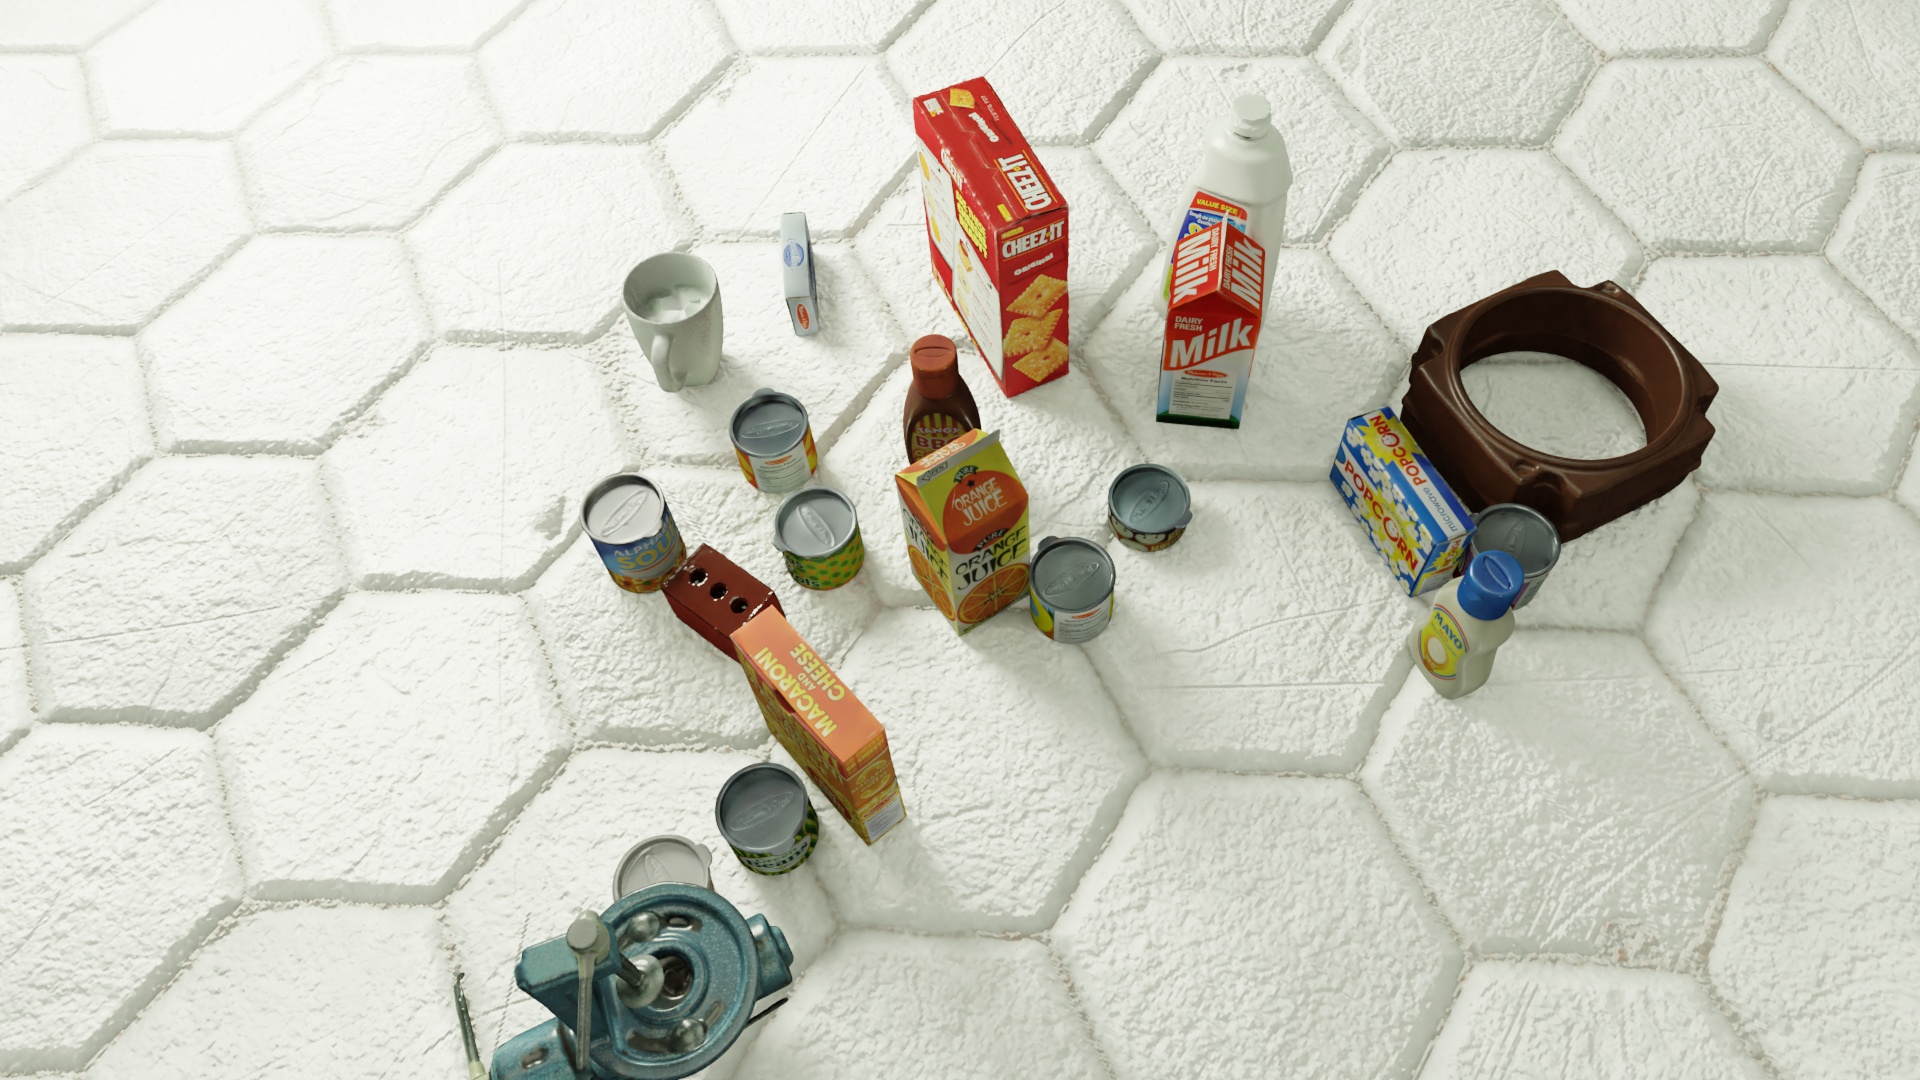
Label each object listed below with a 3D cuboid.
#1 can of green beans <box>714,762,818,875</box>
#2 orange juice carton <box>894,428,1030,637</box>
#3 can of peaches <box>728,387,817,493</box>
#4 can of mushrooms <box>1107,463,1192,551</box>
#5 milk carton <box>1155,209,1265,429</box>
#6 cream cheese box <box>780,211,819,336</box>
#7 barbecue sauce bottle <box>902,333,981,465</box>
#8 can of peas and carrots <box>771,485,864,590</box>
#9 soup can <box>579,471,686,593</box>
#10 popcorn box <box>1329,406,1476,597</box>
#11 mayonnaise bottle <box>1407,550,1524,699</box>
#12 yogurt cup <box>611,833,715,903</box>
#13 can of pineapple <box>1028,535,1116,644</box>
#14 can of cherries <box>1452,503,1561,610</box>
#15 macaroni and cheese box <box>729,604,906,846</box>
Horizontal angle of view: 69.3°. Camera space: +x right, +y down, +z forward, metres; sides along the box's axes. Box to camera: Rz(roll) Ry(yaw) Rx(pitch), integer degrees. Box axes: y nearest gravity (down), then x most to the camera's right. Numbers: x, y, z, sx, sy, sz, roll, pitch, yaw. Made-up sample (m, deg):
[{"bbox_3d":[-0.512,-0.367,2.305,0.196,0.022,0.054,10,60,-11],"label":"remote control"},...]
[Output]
[{"bbox_3d":[-0.137,0.200,0.992,0.071,0.057,0.071,-1,60,3],"label":"can of green beans"},{"bbox_3d":[0.004,-0.013,1.031,0.072,0.191,0.073,-30,63,-14],"label":"orange juice carton"},{"bbox_3d":[-0.156,-0.083,1.160,0.071,0.057,0.071,-1,60,3],"label":"can of peaches"},{"bbox_3d":[0.154,-0.025,1.121,0.071,0.033,0.071,-1,60,3],"label":"can of mushrooms"},{"bbox_3d":[0.201,-0.174,1.116,0.073,0.189,0.072,6,60,7],"label":"milk carton"},{"bbox_3d":[-0.145,-0.241,1.255,0.024,0.053,0.104,-7,59,-1],"label":"cream cheese box"},{"bbox_3d":[-0.017,-0.107,1.113,0.065,0.147,0.044,0,60,3],"label":"barbecue sauce bottle"},{"bbox_3d":[-0.114,0.000,1.108,0.071,0.058,0.071,-1,60,3],"label":"can of peas and carrots"},{"bbox_3d":[-0.257,-0.003,1.104,0.071,0.083,0.071,-1,60,3],"label":"soup can"},{"bbox_3d":[0.342,-0.030,1.083,0.038,0.085,0.127,-21,61,-9],"label":"popcorn box"},{"bbox_3d":[0.363,0.058,0.994,0.041,0.147,0.065,-24,61,-10],"label":"mayonnaise bottle"},{"bbox_3d":[-0.204,0.246,0.971,0.072,0.053,0.073,-1,60,3],"label":"yogurt cup"},{"bbox_3d":[0.086,0.038,1.075,0.071,0.057,0.071,-1,60,3],"label":"can of pineapple"},{"bbox_3d":[0.417,0.012,1.069,0.071,0.058,0.072,-1,60,3],"label":"can of cherries"},{"bbox_3d":[-0.096,0.133,0.966,0.040,0.165,0.124,-38,65,-17],"label":"macaroni and cheese box"}]
